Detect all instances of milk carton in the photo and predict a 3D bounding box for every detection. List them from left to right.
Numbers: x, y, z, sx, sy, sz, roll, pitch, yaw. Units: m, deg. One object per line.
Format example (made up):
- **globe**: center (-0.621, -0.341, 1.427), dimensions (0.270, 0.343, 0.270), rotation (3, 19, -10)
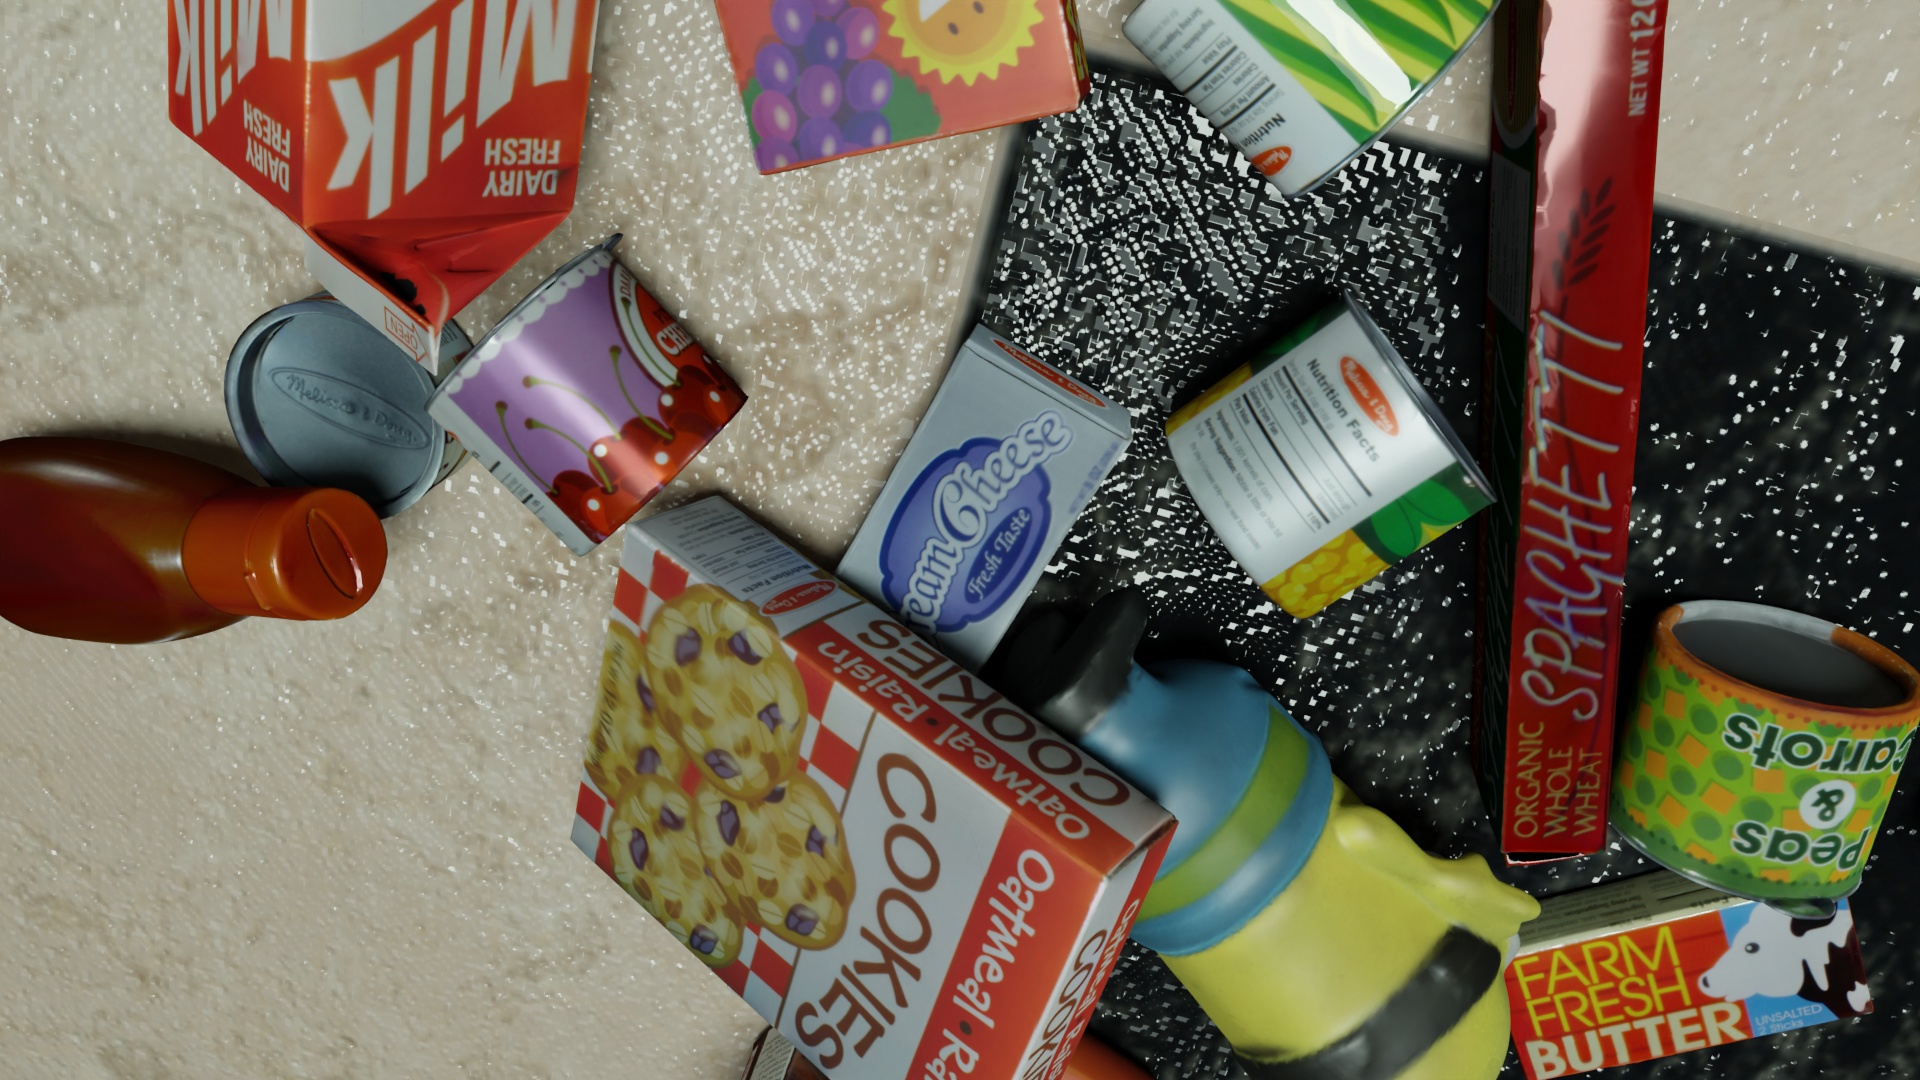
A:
- **milk carton**: center (-0.134, -0.139, 0.326), dimensions (0.072, 0.074, 0.189), rotation (35, 123, 30)

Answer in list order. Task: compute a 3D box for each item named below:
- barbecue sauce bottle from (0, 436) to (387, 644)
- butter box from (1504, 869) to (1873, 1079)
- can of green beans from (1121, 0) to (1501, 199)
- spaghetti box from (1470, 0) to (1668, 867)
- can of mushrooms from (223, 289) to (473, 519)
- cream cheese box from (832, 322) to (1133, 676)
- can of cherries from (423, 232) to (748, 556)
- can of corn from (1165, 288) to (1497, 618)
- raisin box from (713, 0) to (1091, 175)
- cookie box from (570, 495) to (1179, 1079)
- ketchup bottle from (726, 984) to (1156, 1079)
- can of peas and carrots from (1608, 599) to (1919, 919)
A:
- **barbecue sauce bottle**: center (-0.233, 0.002, 0.406), dimensions (0.148, 0.044, 0.064), rotation (2, 123, 28)
- **butter box**: center (0.219, 0.131, 0.431), dimensions (0.103, 0.024, 0.053), rotation (-19, 108, 14)
- **can of green beans**: center (0.080, -0.124, 0.323), dimensions (0.058, 0.071, 0.071), rotation (42, 112, -9)
- **spaghetti box**: center (0.153, -0.033, 0.359), dimensions (0.029, 0.050, 0.249), rotation (-3, 112, 10)
- **can of mushrooms**: center (-0.178, -0.040, 0.411), dimensions (0.071, 0.033, 0.070), rotation (3, 113, 6)
- **cream cheese box**: center (0.001, -0.005, 0.405), dimensions (0.053, 0.024, 0.103), rotation (30, 113, -4)
- **can of cherries**: center (-0.100, -0.040, 0.383), dimensions (0.071, 0.072, 0.058), rotation (-39, 103, 20)
- **can of corn**: center (0.097, -0.021, 0.365), dimensions (0.058, 0.071, 0.071), rotation (-36, 103, 21)
- **raisin box**: center (-0.022, -0.159, 0.337), dimensions (0.086, 0.040, 0.123), rotation (-9, 109, 11)
- **cookie box**: center (-0.034, 0.082, 0.393), dimensions (0.168, 0.040, 0.122), rotation (33, 122, 25)
- **ketchup bottle**: center (-0.007, 0.173, 0.469), dimensions (0.149, 0.044, 0.064), rotation (34, 106, -6)
- **can of peas and carrots**: center (0.216, 0.056, 0.375), dimensions (0.071, 0.071, 0.058), rotation (7, 113, 5)
